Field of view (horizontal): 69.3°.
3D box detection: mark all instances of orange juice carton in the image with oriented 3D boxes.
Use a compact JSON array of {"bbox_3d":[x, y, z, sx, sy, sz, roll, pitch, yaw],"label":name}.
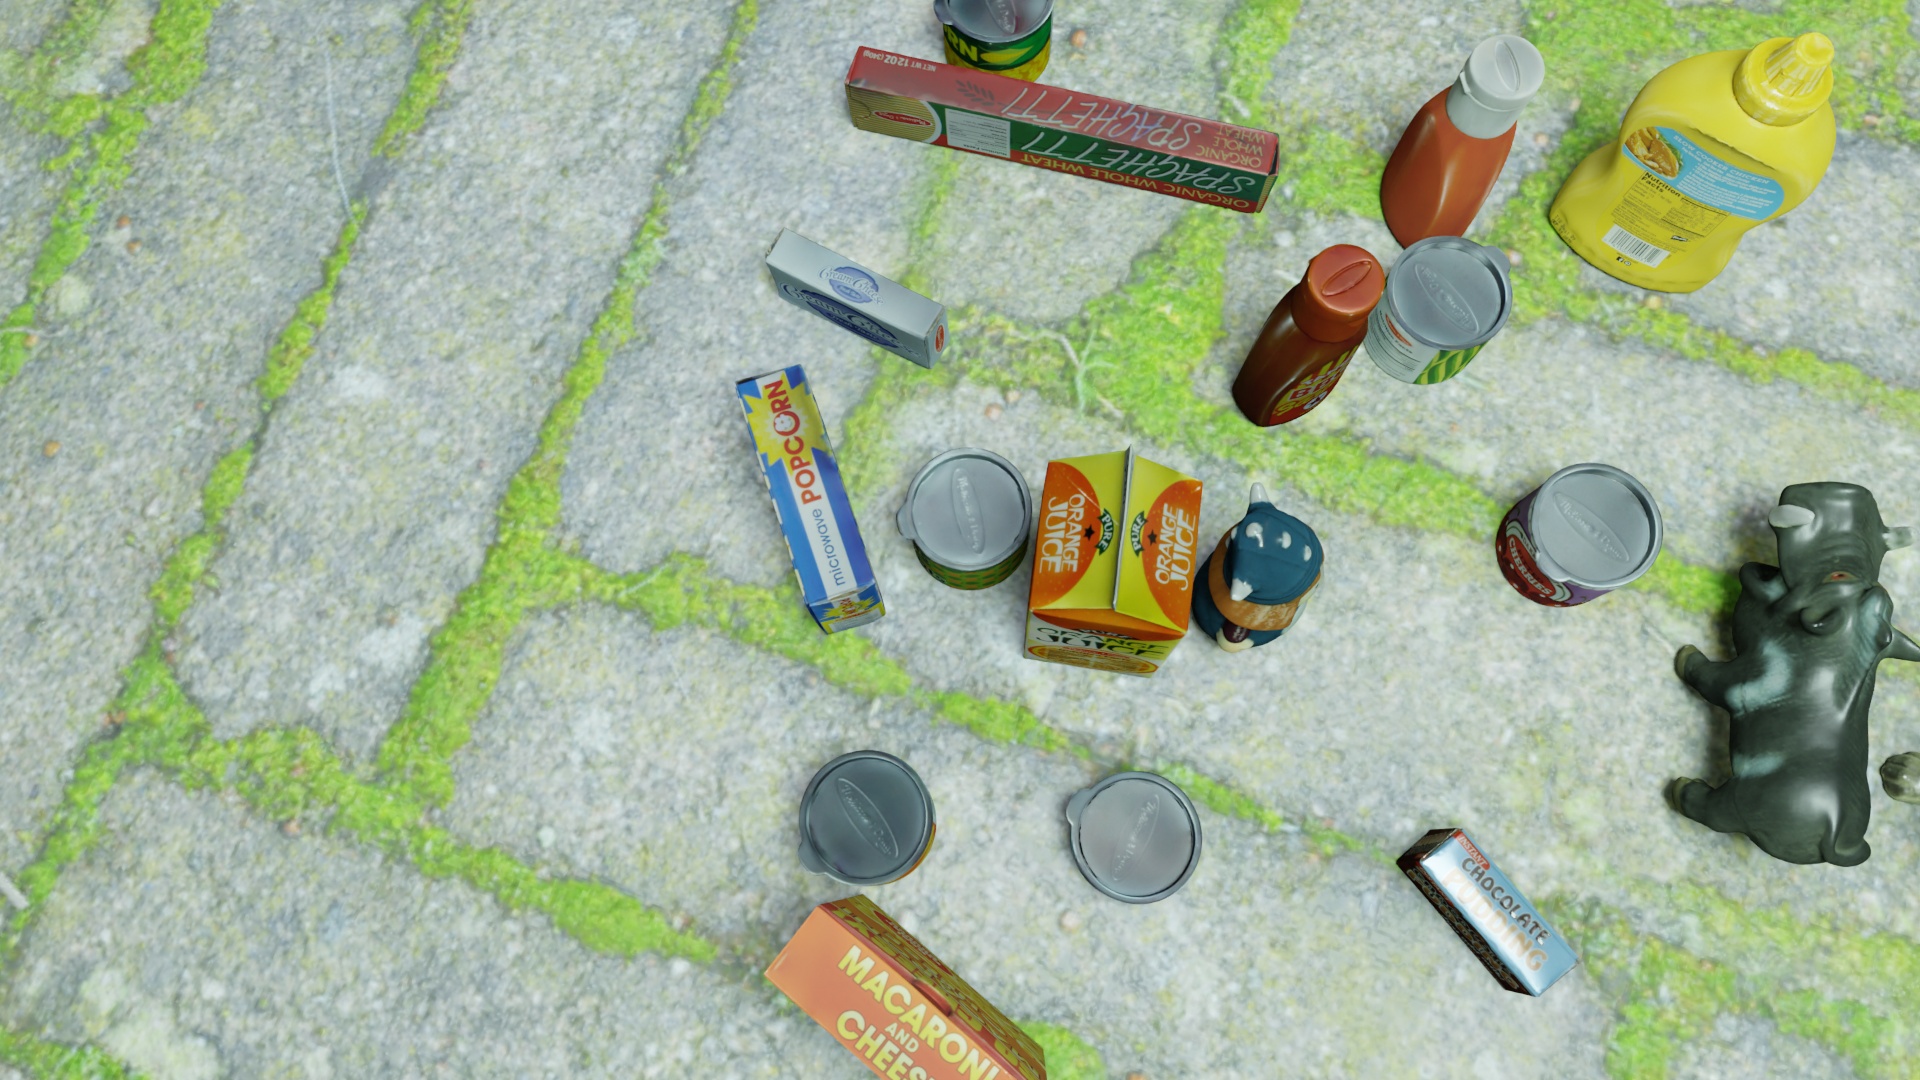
[{"bbox_3d":[0.071,0.014,0.668,0.073,0.192,0.072,8,77,4],"label":"orange juice carton"}]

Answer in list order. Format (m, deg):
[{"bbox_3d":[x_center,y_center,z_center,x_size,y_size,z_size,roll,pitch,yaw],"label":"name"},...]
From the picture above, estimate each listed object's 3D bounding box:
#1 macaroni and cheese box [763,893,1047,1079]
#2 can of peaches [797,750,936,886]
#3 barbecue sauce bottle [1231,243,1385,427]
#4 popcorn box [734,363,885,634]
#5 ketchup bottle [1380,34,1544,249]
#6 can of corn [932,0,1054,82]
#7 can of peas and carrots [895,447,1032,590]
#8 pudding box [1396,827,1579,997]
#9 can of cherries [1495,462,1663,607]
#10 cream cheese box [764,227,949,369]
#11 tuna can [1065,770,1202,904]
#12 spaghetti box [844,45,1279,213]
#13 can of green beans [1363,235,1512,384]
[{"bbox_3d":[-0.019,0.216,0.634,0.124,0.166,0.040,38,81,10],"label":"macaroni and cheese box"},{"bbox_3d":[-0.048,0.144,0.708,0.071,0.058,0.071,0,76,2],"label":"can of peaches"},{"bbox_3d":[0.181,-0.106,0.717,0.065,0.148,0.044,-33,78,-6],"label":"barbecue sauce bottle"},{"bbox_3d":[-0.078,-0.019,0.736,0.038,0.085,0.127,-19,76,-3],"label":"popcorn box"},{"bbox_3d":[0.265,-0.211,0.741,0.043,0.148,0.065,-10,77,-1],"label":"ketchup bottle"},{"bbox_3d":[0.020,-0.305,0.818,0.071,0.058,0.071,0,76,2],"label":"can of corn"},{"bbox_3d":[0.003,-0.009,0.744,0.071,0.058,0.071,0,76,2],"label":"can of peas and carrots"},{"bbox_3d":[0.262,0.184,0.693,0.030,0.049,0.084,-38,78,-7],"label":"pudding box"},{"bbox_3d":[0.322,0.000,0.733,0.071,0.058,0.071,0,76,2],"label":"can of cherries"},{"bbox_3d":[-0.057,-0.134,0.780,0.104,0.053,0.024,27,79,8],"label":"cream cheese box"},{"bbox_3d":[0.087,0.152,0.715,0.071,0.032,0.071,0,76,2],"label":"tuna can"},{"bbox_3d":[0.058,-0.236,0.804,0.250,0.050,0.029,13,77,5],"label":"spaghetti box"},{"bbox_3d":[0.261,-0.126,0.766,0.071,0.057,0.071,0,76,2],"label":"can of green beans"}]
